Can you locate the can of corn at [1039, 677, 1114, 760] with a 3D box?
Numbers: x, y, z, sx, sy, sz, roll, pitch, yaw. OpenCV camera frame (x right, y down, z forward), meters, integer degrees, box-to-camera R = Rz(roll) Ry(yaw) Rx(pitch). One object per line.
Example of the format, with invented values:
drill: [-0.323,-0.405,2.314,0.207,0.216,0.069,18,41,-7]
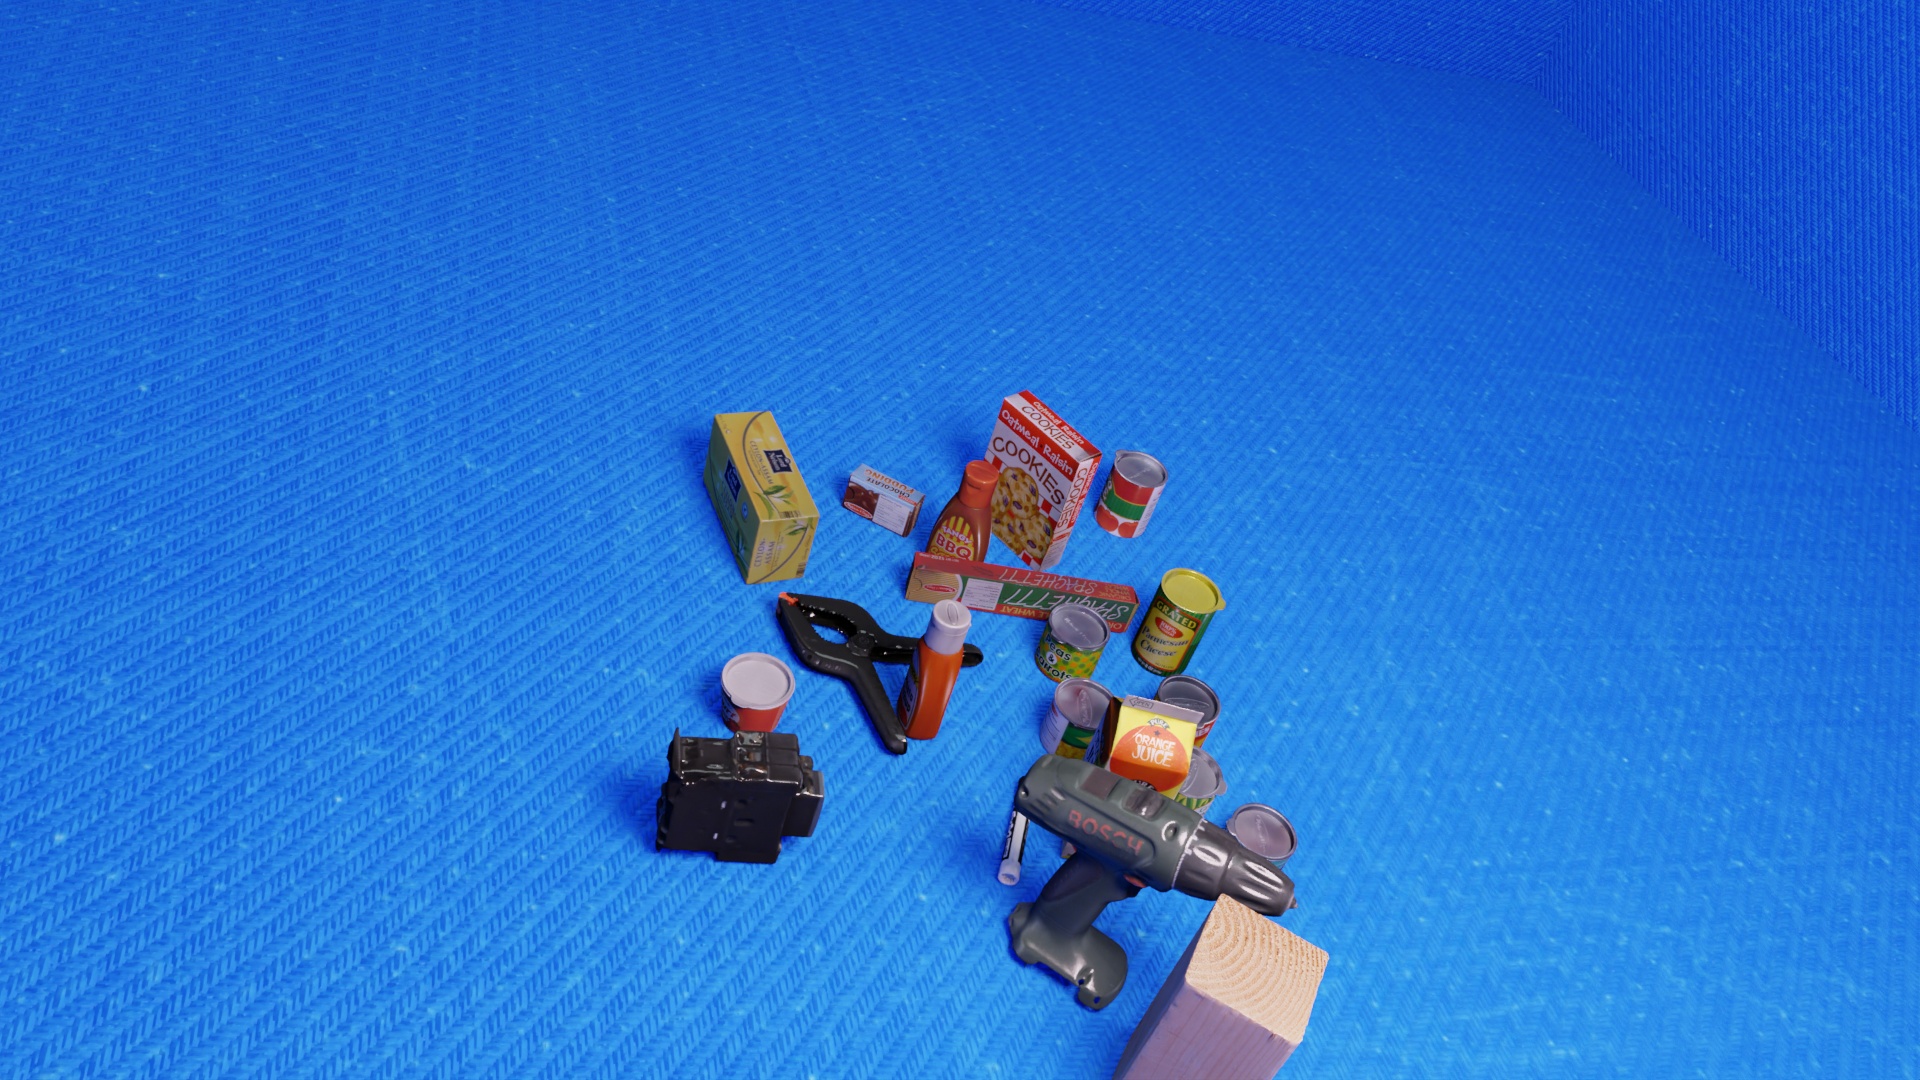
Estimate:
can of corn: [0.119,0.179,1.367,0.071,0.058,0.071,11,40,-9]

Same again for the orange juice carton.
orange juice carton: [0.152,0.208,1.242,0.072,0.191,0.073,15,40,-5]

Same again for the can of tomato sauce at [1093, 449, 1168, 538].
can of tomato sauce: [0.199,-0.055,1.645,0.071,0.082,0.071,11,40,-9]

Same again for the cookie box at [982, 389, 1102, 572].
cookie box: [0.080,-0.065,1.546,0.040,0.166,0.123,-23,55,-39]

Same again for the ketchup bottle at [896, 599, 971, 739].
ketchup bottle: [-0.024,0.119,1.310,0.043,0.148,0.065,5,42,-16]

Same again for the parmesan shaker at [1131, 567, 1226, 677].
parmesan shaker: [0.230,0.090,1.476,0.071,0.102,0.072,11,40,-9]

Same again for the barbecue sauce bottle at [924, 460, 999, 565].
barbecue sauce bottle: [0.005,-0.019,1.479,0.065,0.147,0.044,28,41,11]

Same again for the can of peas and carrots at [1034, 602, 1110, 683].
can of peas and carrots: [0.114,0.109,1.444,0.071,0.058,0.071,11,40,-9]

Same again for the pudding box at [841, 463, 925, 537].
pudding box: [-0.086,-0.045,1.551,0.084,0.049,0.030,26,40,9]

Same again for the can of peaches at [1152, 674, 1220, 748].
can of peaches: [0.222,0.181,1.404,0.071,0.057,0.071,11,40,-9]

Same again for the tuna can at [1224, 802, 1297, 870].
tuna can: [0.282,0.286,1.326,0.071,0.032,0.071,11,40,-9]

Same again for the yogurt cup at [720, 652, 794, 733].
yogurt cup: [-0.192,0.146,1.291,0.072,0.053,0.073,11,40,-9]

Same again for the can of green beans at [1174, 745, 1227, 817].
can of green beans: [0.211,0.238,1.335,0.071,0.057,0.071,11,40,-9]

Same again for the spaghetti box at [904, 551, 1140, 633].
spaghetti box: [0.066,0.057,1.492,0.250,0.049,0.029,9,41,-11]
